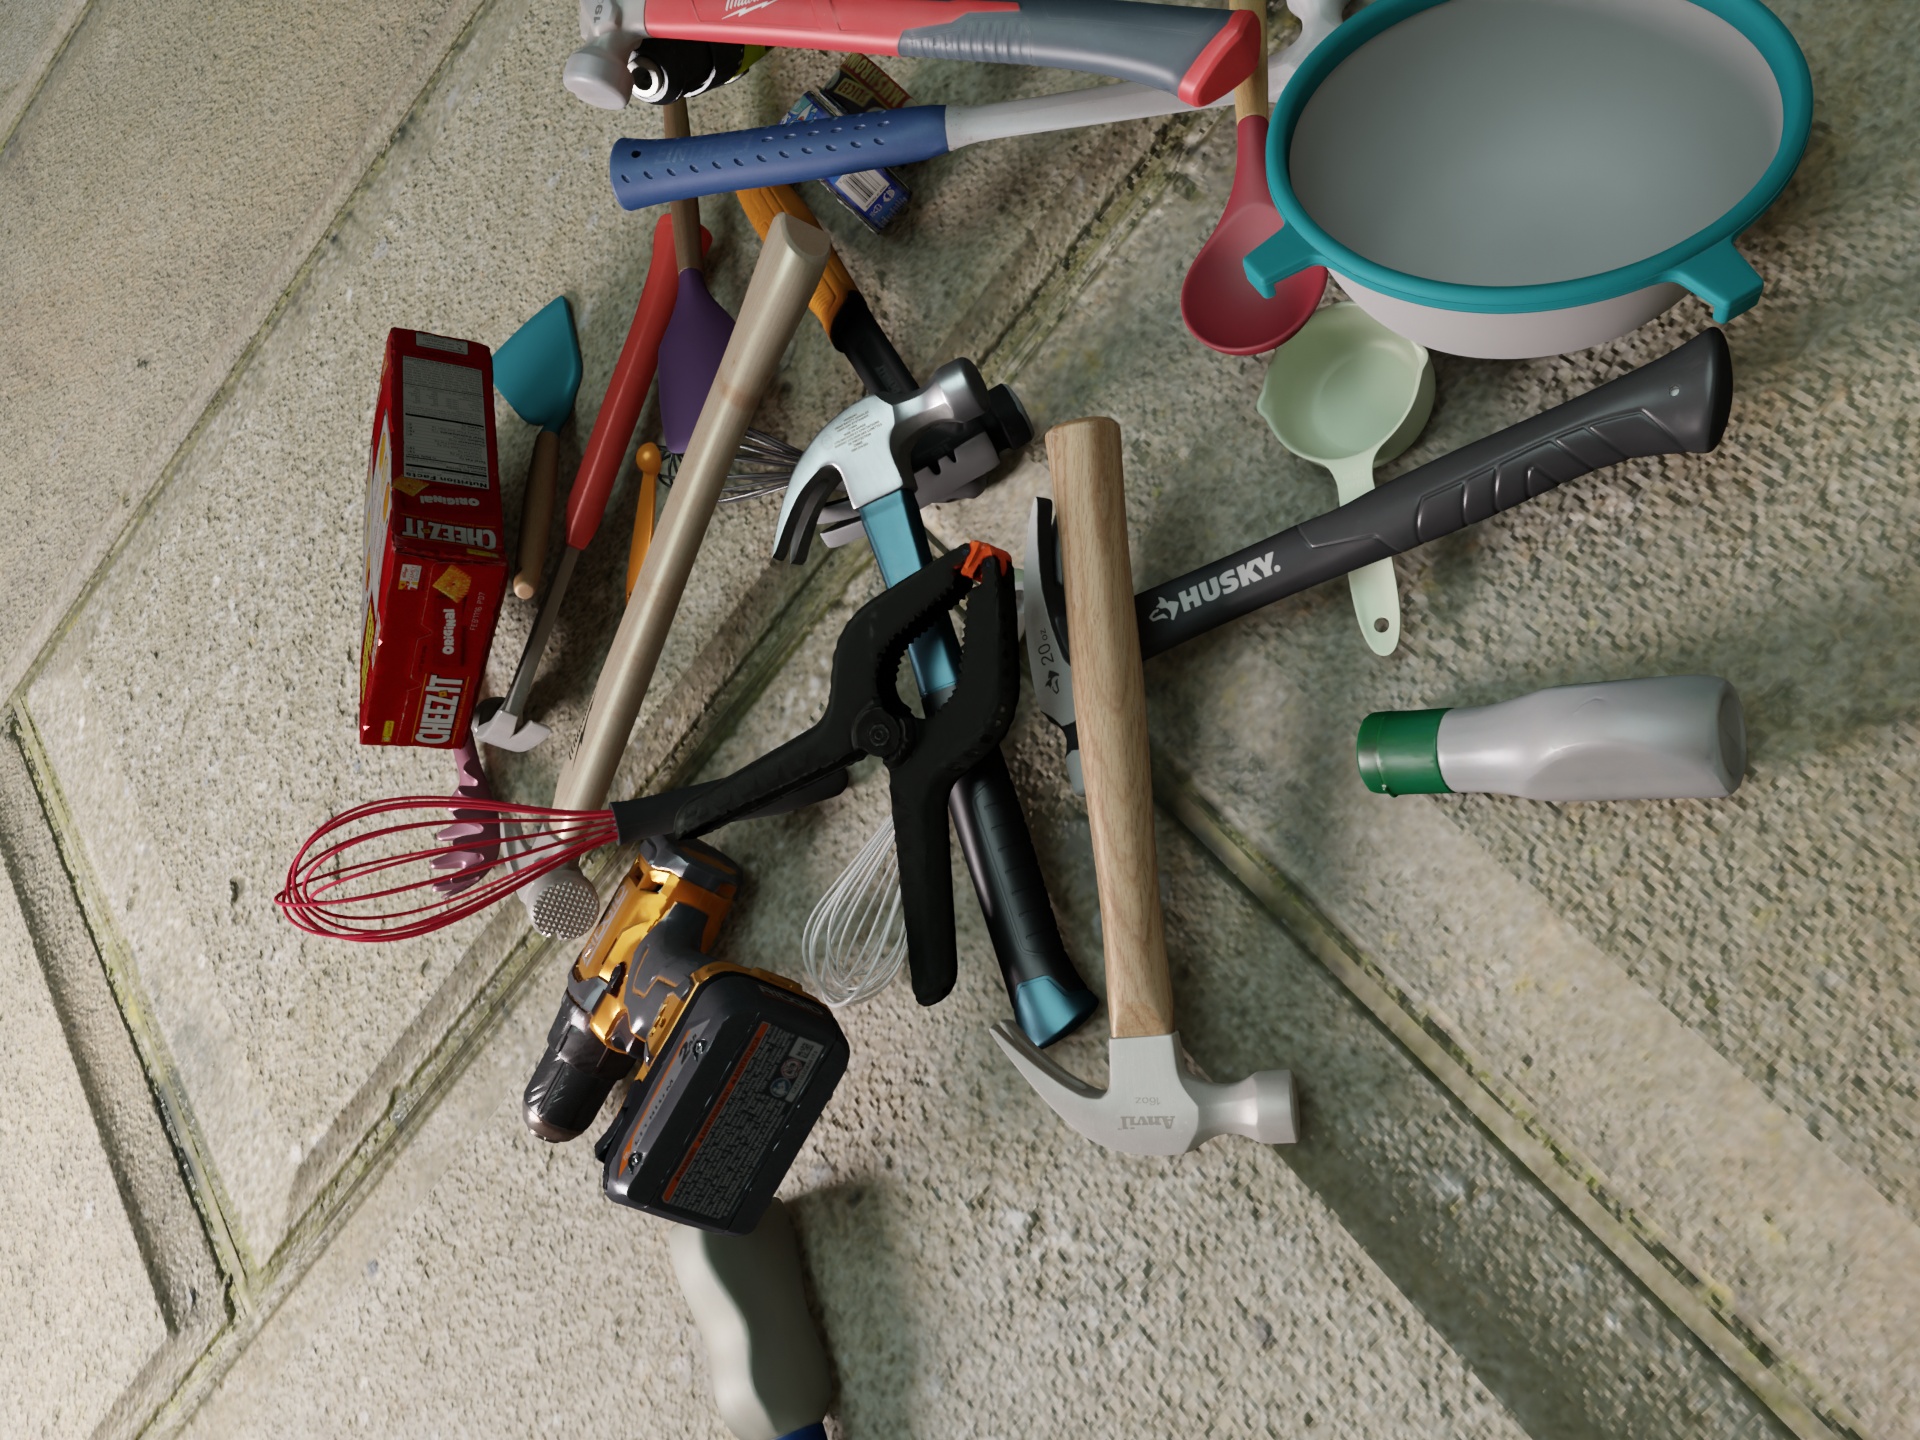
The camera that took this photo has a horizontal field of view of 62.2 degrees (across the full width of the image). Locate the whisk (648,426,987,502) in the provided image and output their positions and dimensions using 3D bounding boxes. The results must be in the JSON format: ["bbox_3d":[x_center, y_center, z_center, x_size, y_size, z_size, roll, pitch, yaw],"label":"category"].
[{"bbox_3d":[-0.088,-0.147,0.923,0.239,0.055,0.055,10,81,32],"label":"whisk"}]

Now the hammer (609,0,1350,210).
[{"bbox_3d":[0.004,-0.314,0.851,0.405,0.035,0.144,-3,75,15],"label":"hammer"}]

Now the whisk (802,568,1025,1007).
[{"bbox_3d":[-0.016,0.033,0.820,0.059,0.057,0.246,13,77,64],"label":"whisk"}]

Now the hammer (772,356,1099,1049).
[{"bbox_3d":[-0.001,-0.002,0.776,0.128,0.033,0.331,-21,80,20],"label":"hammer"}]

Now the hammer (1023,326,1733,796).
[{"bbox_3d":[0.168,-0.085,0.703,0.335,0.035,0.146,-23,75,33],"label":"hammer"}]

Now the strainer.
[{"bbox_3d":[0.263,-0.279,0.713,0.211,0.095,0.341,10,61,23],"label":"strainer"}]

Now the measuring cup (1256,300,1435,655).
[{"bbox_3d":[0.189,-0.110,0.736,0.083,0.038,0.168,-13,78,32],"label":"measuring cup"}]

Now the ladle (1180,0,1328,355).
[{"bbox_3d":[0.141,-0.315,0.780,0.069,0.031,0.316,-5,72,20],"label":"ladle"}]

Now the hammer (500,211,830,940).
[{"bbox_3d":[-0.170,-0.087,0.903,0.146,0.038,0.410,36,104,61],"label":"hammer"}]

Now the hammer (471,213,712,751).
[{"bbox_3d":[-0.226,-0.154,0.994,0.149,0.036,0.359,-6,64,66],"label":"hammer"}]

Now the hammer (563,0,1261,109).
[{"bbox_3d":[-0.031,-0.377,0.822,0.386,0.038,0.143,15,89,23],"label":"hammer"}]

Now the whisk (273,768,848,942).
[{"bbox_3d":[-0.199,0.057,0.825,0.073,0.295,0.073,169,90,-71],"label":"whisk"}]

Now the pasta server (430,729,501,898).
[{"bbox_3d":[-0.348,-0.025,1.062,0.060,0.040,0.317,-52,48,43],"label":"pasta server"}]

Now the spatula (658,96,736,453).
[{"bbox_3d":[-0.168,-0.298,0.995,0.060,0.018,0.316,-13,63,5],"label":"spatula"}]

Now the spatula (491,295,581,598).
[{"bbox_3d":[-0.275,-0.173,1.017,0.082,0.044,0.318,-36,35,16],"label":"spatula"}]

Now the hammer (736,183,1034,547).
[{"bbox_3d":[-0.081,-0.243,0.932,0.127,0.034,0.337,-29,54,1],"label":"hammer"}]

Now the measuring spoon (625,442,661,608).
[{"bbox_3d":[-0.197,-0.114,0.973,0.021,0.011,0.116,36,125,36],"label":"measuring spoon"}]

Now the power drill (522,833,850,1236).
[{"bbox_3d":[-0.156,0.172,0.815,0.185,0.084,0.226,-60,29,3],"label":"power drill"}]

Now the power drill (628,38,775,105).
[{"bbox_3d":[-0.083,-0.437,0.944,0.228,0.080,0.191,-7,35,29],"label":"power drill"}]

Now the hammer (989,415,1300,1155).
[{"bbox_3d":[0.069,0.026,0.719,0.130,0.031,0.331,-8,82,16],"label":"hammer"}]
